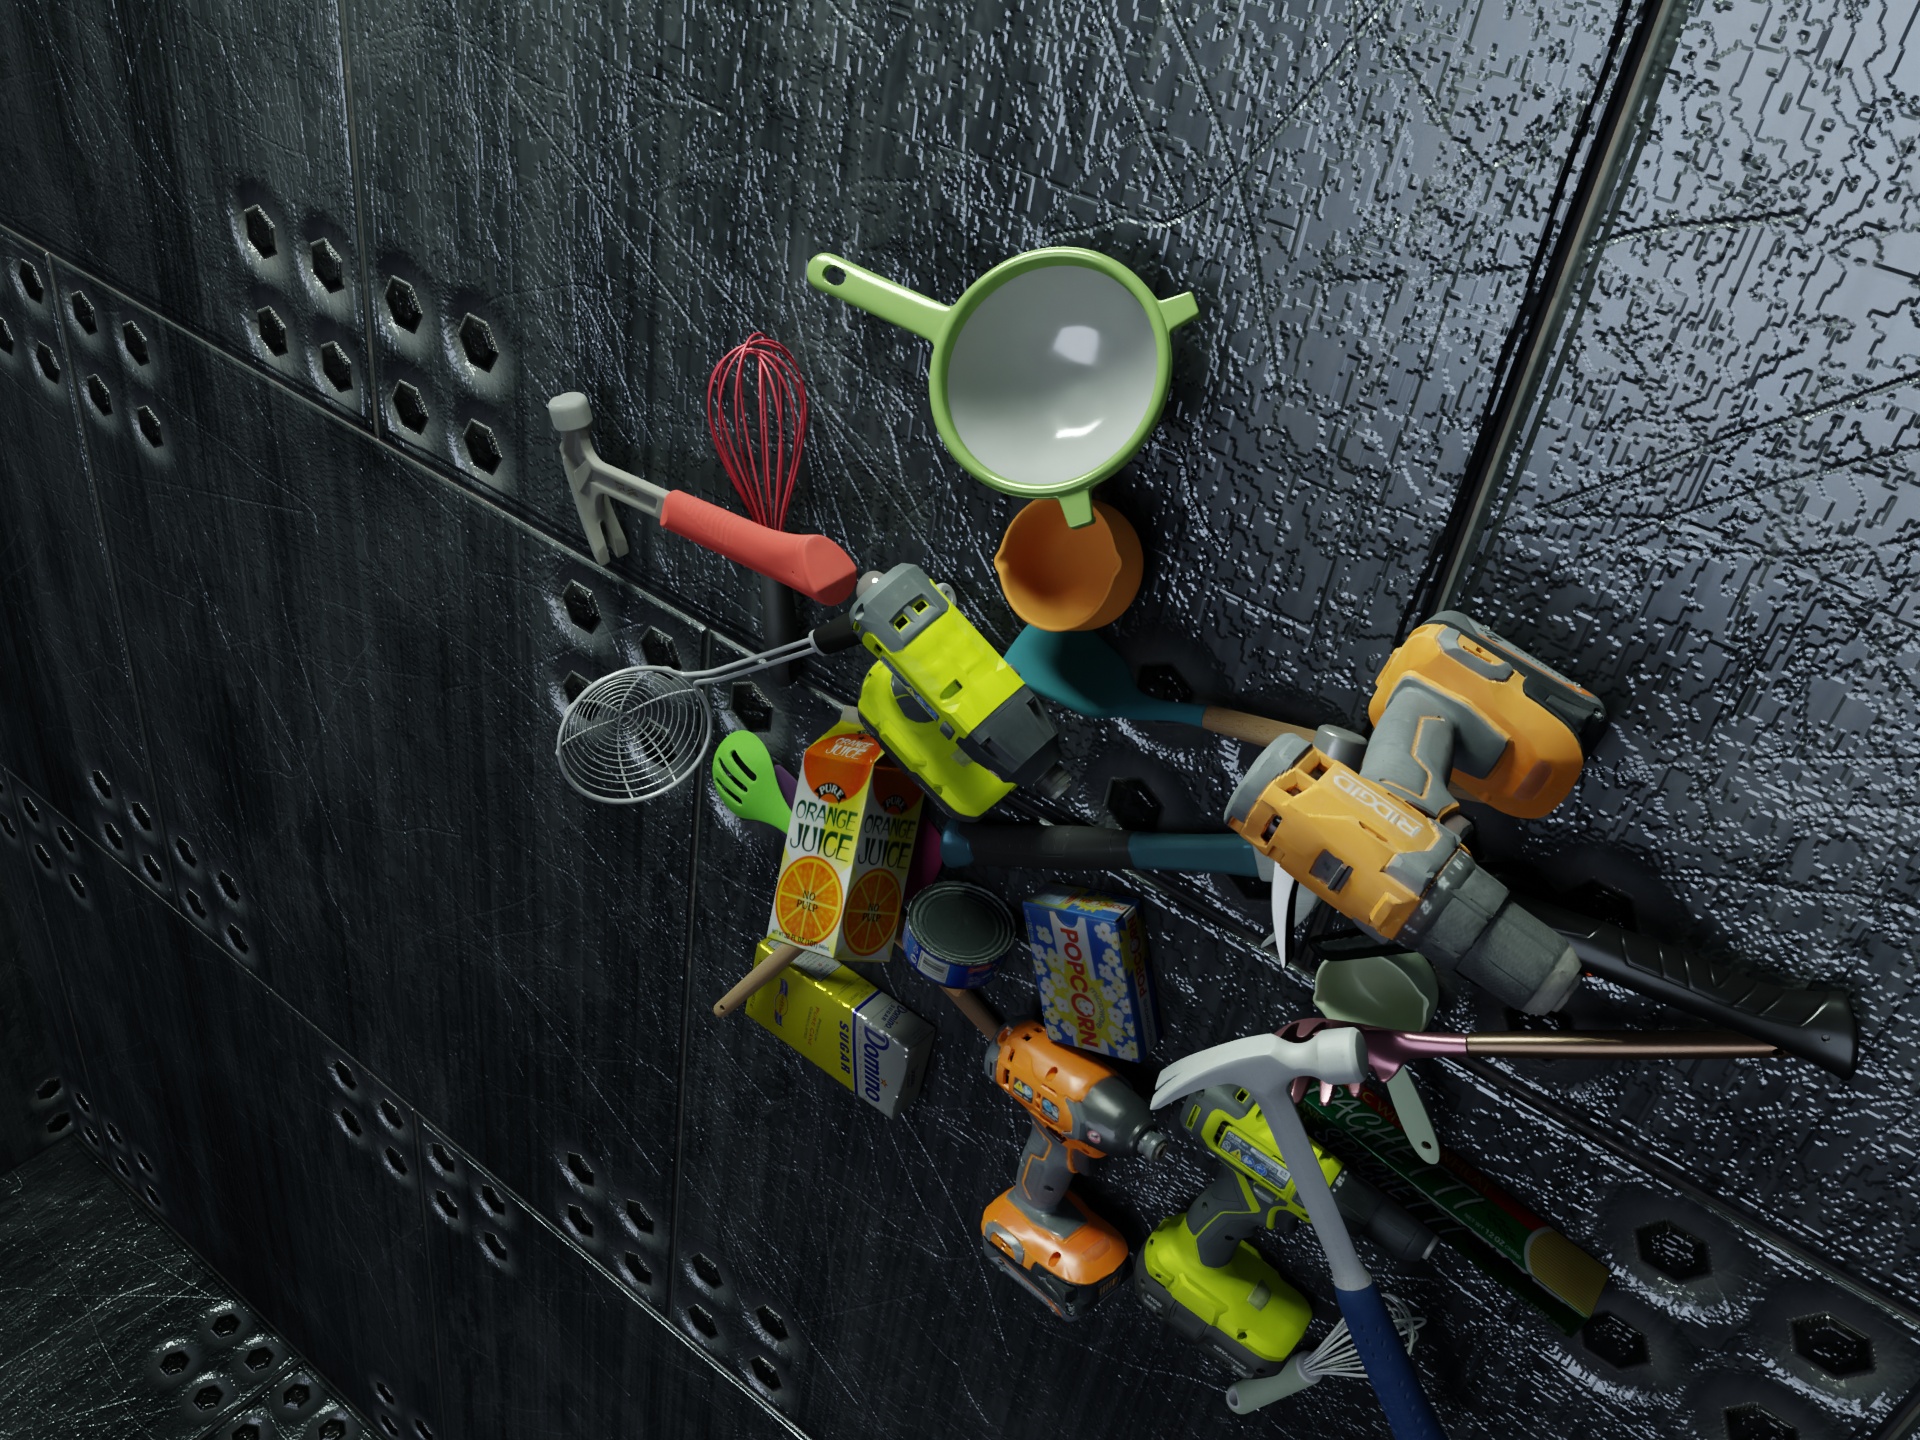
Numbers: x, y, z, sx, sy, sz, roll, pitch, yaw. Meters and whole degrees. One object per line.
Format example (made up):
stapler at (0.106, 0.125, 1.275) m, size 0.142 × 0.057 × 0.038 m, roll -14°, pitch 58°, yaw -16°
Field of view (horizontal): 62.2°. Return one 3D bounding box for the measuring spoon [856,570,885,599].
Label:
measuring spoon at (-0.041, -0.056, 1.192) m, size 0.034 × 0.018 × 0.124 m, roll -32°, pitch 92°, yaw 45°

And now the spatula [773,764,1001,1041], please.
spatula at (-0.062, 0.163, 1.335) m, size 0.316 × 0.018 × 0.059 m, roll 46°, pitch 130°, yaw 11°

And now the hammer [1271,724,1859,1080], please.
hammer at (0.341, 0.127, 0.920) m, size 0.335 × 0.035 × 0.146 m, roll 21°, pitch 101°, yaw 18°

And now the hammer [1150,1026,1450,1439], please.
hammer at (0.257, 0.371, 1.076) m, size 0.144 × 0.035 × 0.405 m, roll -12°, pitch 117°, yaw 28°

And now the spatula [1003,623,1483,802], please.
spatula at (0.180, -0.003, 1.014) m, size 0.318 × 0.082 × 0.044 m, roll 16°, pitch 135°, yaw 27°

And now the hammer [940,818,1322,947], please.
hammer at (0.115, 0.091, 1.135) m, size 0.331 × 0.033 × 0.128 m, roll -2°, pitch 112°, yaw 41°

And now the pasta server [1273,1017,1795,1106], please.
pasta server at (0.337, 0.203, 0.969) m, size 0.316 × 0.040 × 0.060 m, roll -7°, pitch 119°, yaw 30°

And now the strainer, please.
strainer at (0.019, -0.228, 0.987) m, size 0.256 × 0.069 × 0.151 m, roll 29°, pitch 97°, yaw 21°

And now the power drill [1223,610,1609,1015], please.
power drill at (0.267, 0.046, 0.841) m, size 0.185 × 0.226 × 0.084 m, roll 36°, pitch 133°, yaw 19°

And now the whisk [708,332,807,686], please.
whisk at (-0.144, -0.150, 1.199) m, size 0.073 × 0.073 × 0.295 m, roll 22°, pitch 132°, yaw 30°

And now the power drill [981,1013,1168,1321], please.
power drill at (0.091, 0.363, 1.267) m, size 0.164 × 0.084 × 0.226 m, roll 27°, pitch 127°, yaw 39°

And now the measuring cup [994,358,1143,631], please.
measuring cup at (0.077, -0.143, 1.029) m, size 0.095 × 0.052 × 0.173 m, roll 4°, pitch 92°, yaw 35°

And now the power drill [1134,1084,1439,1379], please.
power drill at (0.232, 0.377, 1.171) m, size 0.191 × 0.080 × 0.228 m, roll 32°, pitch 128°, yaw 22°

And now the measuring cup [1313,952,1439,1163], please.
measuring cup at (0.292, 0.215, 1.054) m, size 0.083 × 0.038 × 0.167 m, roll -10°, pitch 109°, yaw 43°

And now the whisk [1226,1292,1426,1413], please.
whisk at (0.275, 0.497, 1.228) m, size 0.246 × 0.059 × 0.058 m, roll 125°, pitch 141°, yaw -48°

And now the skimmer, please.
skimmer at (-0.157, -0.020, 1.216) m, size 0.363 × 0.090 × 0.127 m, roll -16°, pitch 141°, yaw 33°

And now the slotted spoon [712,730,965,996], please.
slotted spoon at (-0.106, 0.117, 1.306) m, size 0.314 × 0.031 × 0.070 m, roll 41°, pitch 115°, yaw 24°

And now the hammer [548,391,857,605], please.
hammer at (-0.197, -0.142, 1.194) m, size 0.359 × 0.037 × 0.149 m, roll 27°, pitch 139°, yaw 43°

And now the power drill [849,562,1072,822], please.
power drill at (-0.002, -0.003, 1.065) m, size 0.171 × 0.080 × 0.223 m, roll 48°, pitch 170°, yaw 5°

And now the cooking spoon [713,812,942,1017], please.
cooking spoon at (-0.120, 0.175, 1.353) m, size 0.319 × 0.017 × 0.069 m, roll -42°, pitch 81°, yaw 33°
